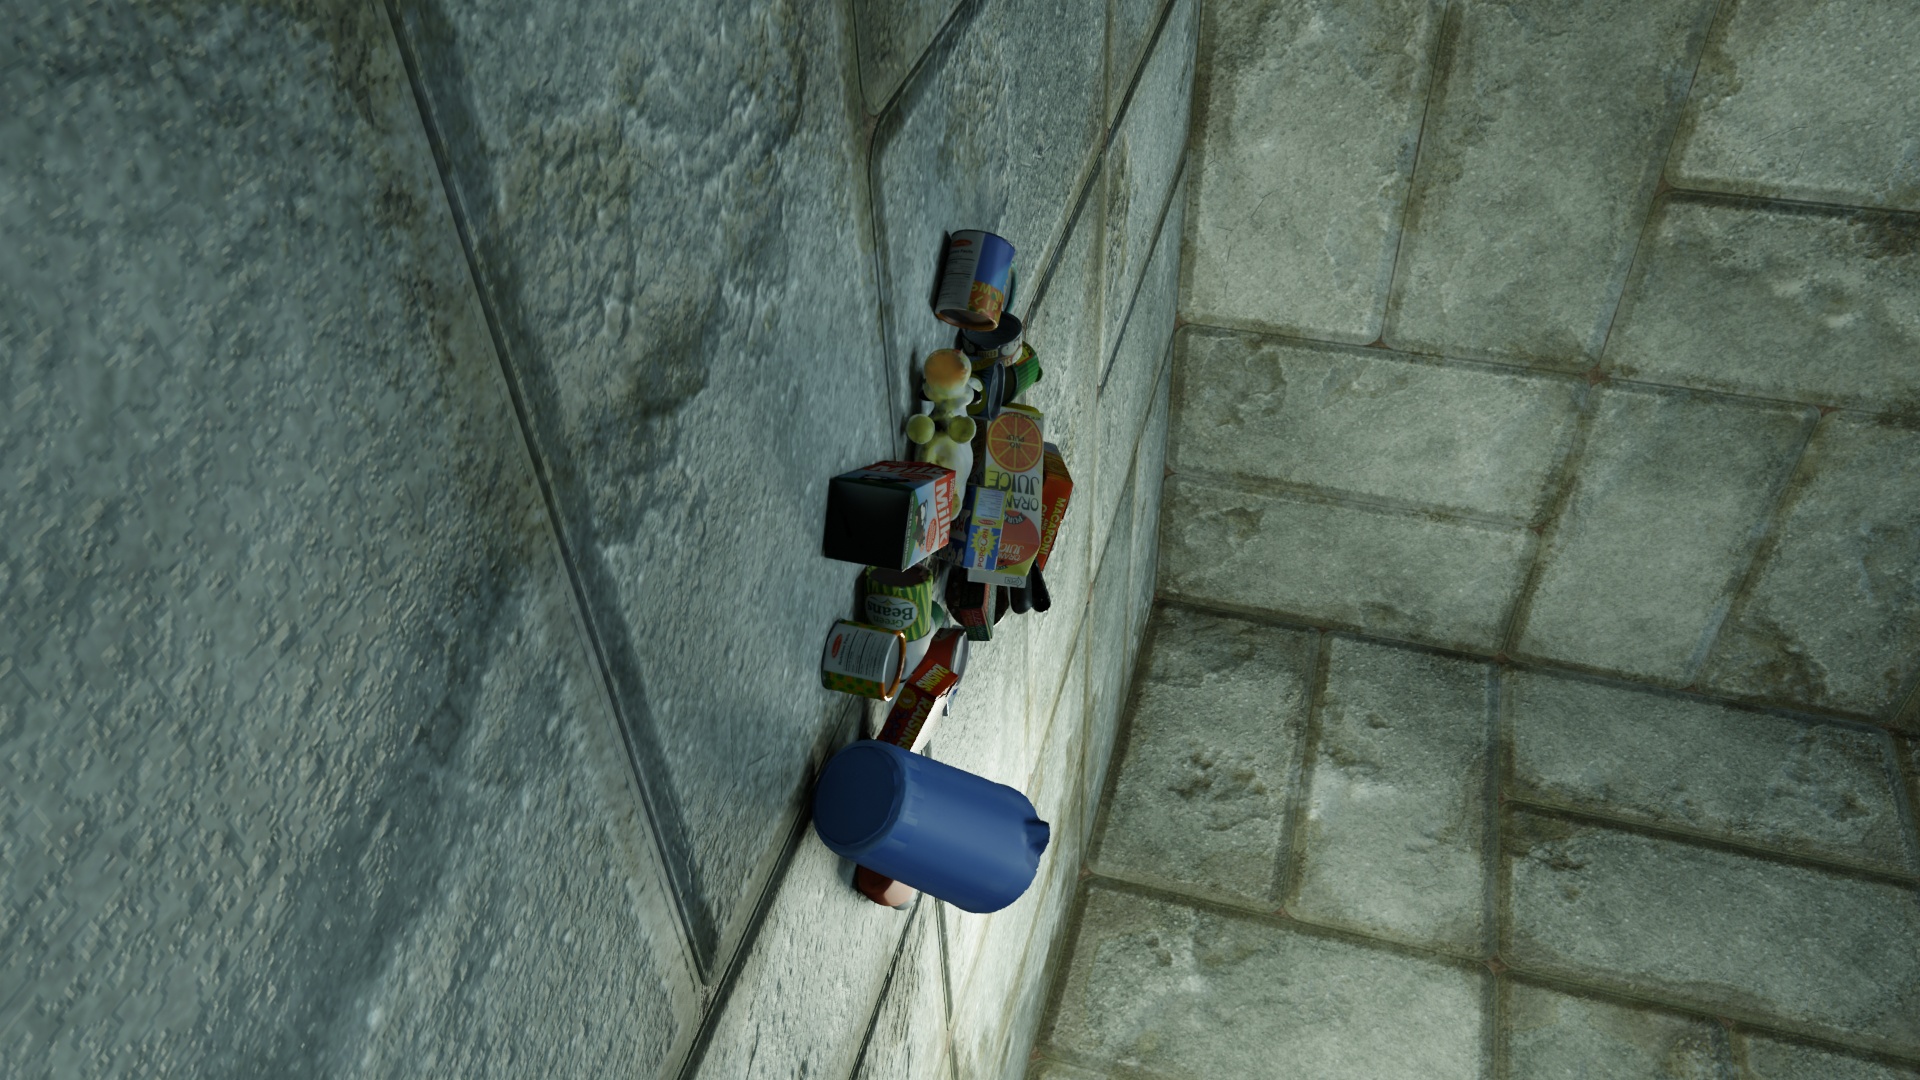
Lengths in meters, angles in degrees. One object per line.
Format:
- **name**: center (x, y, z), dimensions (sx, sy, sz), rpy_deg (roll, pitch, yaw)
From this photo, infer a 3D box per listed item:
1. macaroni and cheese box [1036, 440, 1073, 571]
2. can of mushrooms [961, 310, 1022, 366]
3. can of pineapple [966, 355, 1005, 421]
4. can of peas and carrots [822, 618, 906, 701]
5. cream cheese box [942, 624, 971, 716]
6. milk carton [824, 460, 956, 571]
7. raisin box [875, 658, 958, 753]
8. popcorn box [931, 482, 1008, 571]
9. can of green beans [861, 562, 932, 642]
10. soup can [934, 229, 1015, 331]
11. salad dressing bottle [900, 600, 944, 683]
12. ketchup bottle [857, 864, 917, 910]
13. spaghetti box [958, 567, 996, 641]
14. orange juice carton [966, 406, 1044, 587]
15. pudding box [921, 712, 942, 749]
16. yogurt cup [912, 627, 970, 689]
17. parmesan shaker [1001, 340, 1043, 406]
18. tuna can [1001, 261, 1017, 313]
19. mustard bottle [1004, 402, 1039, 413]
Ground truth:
- **macaroni and cheese box**: center (0.099, -0.049, 1.782), dimensions (0.167, 0.040, 0.123), rpy_deg (-103, -151, -69)
- **can of mushrooms**: center (0.034, -0.217, 1.506), dimensions (0.033, 0.071, 0.071), rpy_deg (88, 18, -44)
- **can of pineapple**: center (0.012, -0.164, 1.470), dimensions (0.071, 0.058, 0.071), rpy_deg (8, 92, -77)
- **can of peas and carrots**: center (-0.086, 0.109, 1.258), dimensions (0.071, 0.059, 0.071), rpy_deg (9, 92, -76)
- **cream cheese box**: center (-0.013, 0.155, 1.668), dimensions (0.104, 0.024, 0.053), rpy_deg (-67, 160, -44)
- **milk carton**: center (-0.055, -0.028, 1.259), dimensions (0.191, 0.073, 0.072), rpy_deg (-31, 129, -73)
- **raisin box**: center (-0.053, 0.190, 1.408), dimensions (0.123, 0.040, 0.086), rpy_deg (-63, 171, 16)
- **popcorn box**: center (0.005, -0.018, 1.462), dimensions (0.127, 0.038, 0.085), rpy_deg (-162, -98, -70)
- **can of green beans**: center (-0.060, 0.057, 1.314), dimensions (0.071, 0.071, 0.057), rpy_deg (-53, 149, -63)
- **soup can**: center (0.016, -0.260, 1.398), dimensions (0.071, 0.071, 0.084), rpy_deg (46, 56, -74)
- **salad dressing bottle**: center (-0.053, 0.100, 1.424), dimensions (0.148, 0.044, 0.064), rpy_deg (-46, 148, -69)
- **ketchup bottle**: center (-0.076, 0.371, 1.518), dimensions (0.148, 0.043, 0.065), rpy_deg (74, 30, -62)
- **spaghetti box**: center (0.026, 0.019, 1.596), dimensions (0.251, 0.029, 0.050), rpy_deg (-82, 162, -54)
- **orange juice carton**: center (0.043, -0.046, 1.534), dimensions (0.073, 0.072, 0.193), rpy_deg (159, -65, -64)
- **pudding box**: center (-0.044, 0.196, 1.553), dimensions (0.084, 0.030, 0.049), rpy_deg (-38, 135, -71)
- **yogurt cup**: center (-0.023, 0.127, 1.538), dimensions (0.072, 0.054, 0.072), rpy_deg (8, 92, -77)
- **parmesan shaker**: center (0.049, -0.189, 1.576), dimensions (0.103, 0.071, 0.071), rpy_deg (-45, 143, -67)
- **tuna can**: center (0.040, -0.285, 1.558), dimensions (0.071, 0.033, 0.071), rpy_deg (9, 92, -76)
- **mustard bottle**: center (0.065, -0.092, 1.759), dimensions (0.065, 0.049, 0.160), rpy_deg (8, 92, -80)
